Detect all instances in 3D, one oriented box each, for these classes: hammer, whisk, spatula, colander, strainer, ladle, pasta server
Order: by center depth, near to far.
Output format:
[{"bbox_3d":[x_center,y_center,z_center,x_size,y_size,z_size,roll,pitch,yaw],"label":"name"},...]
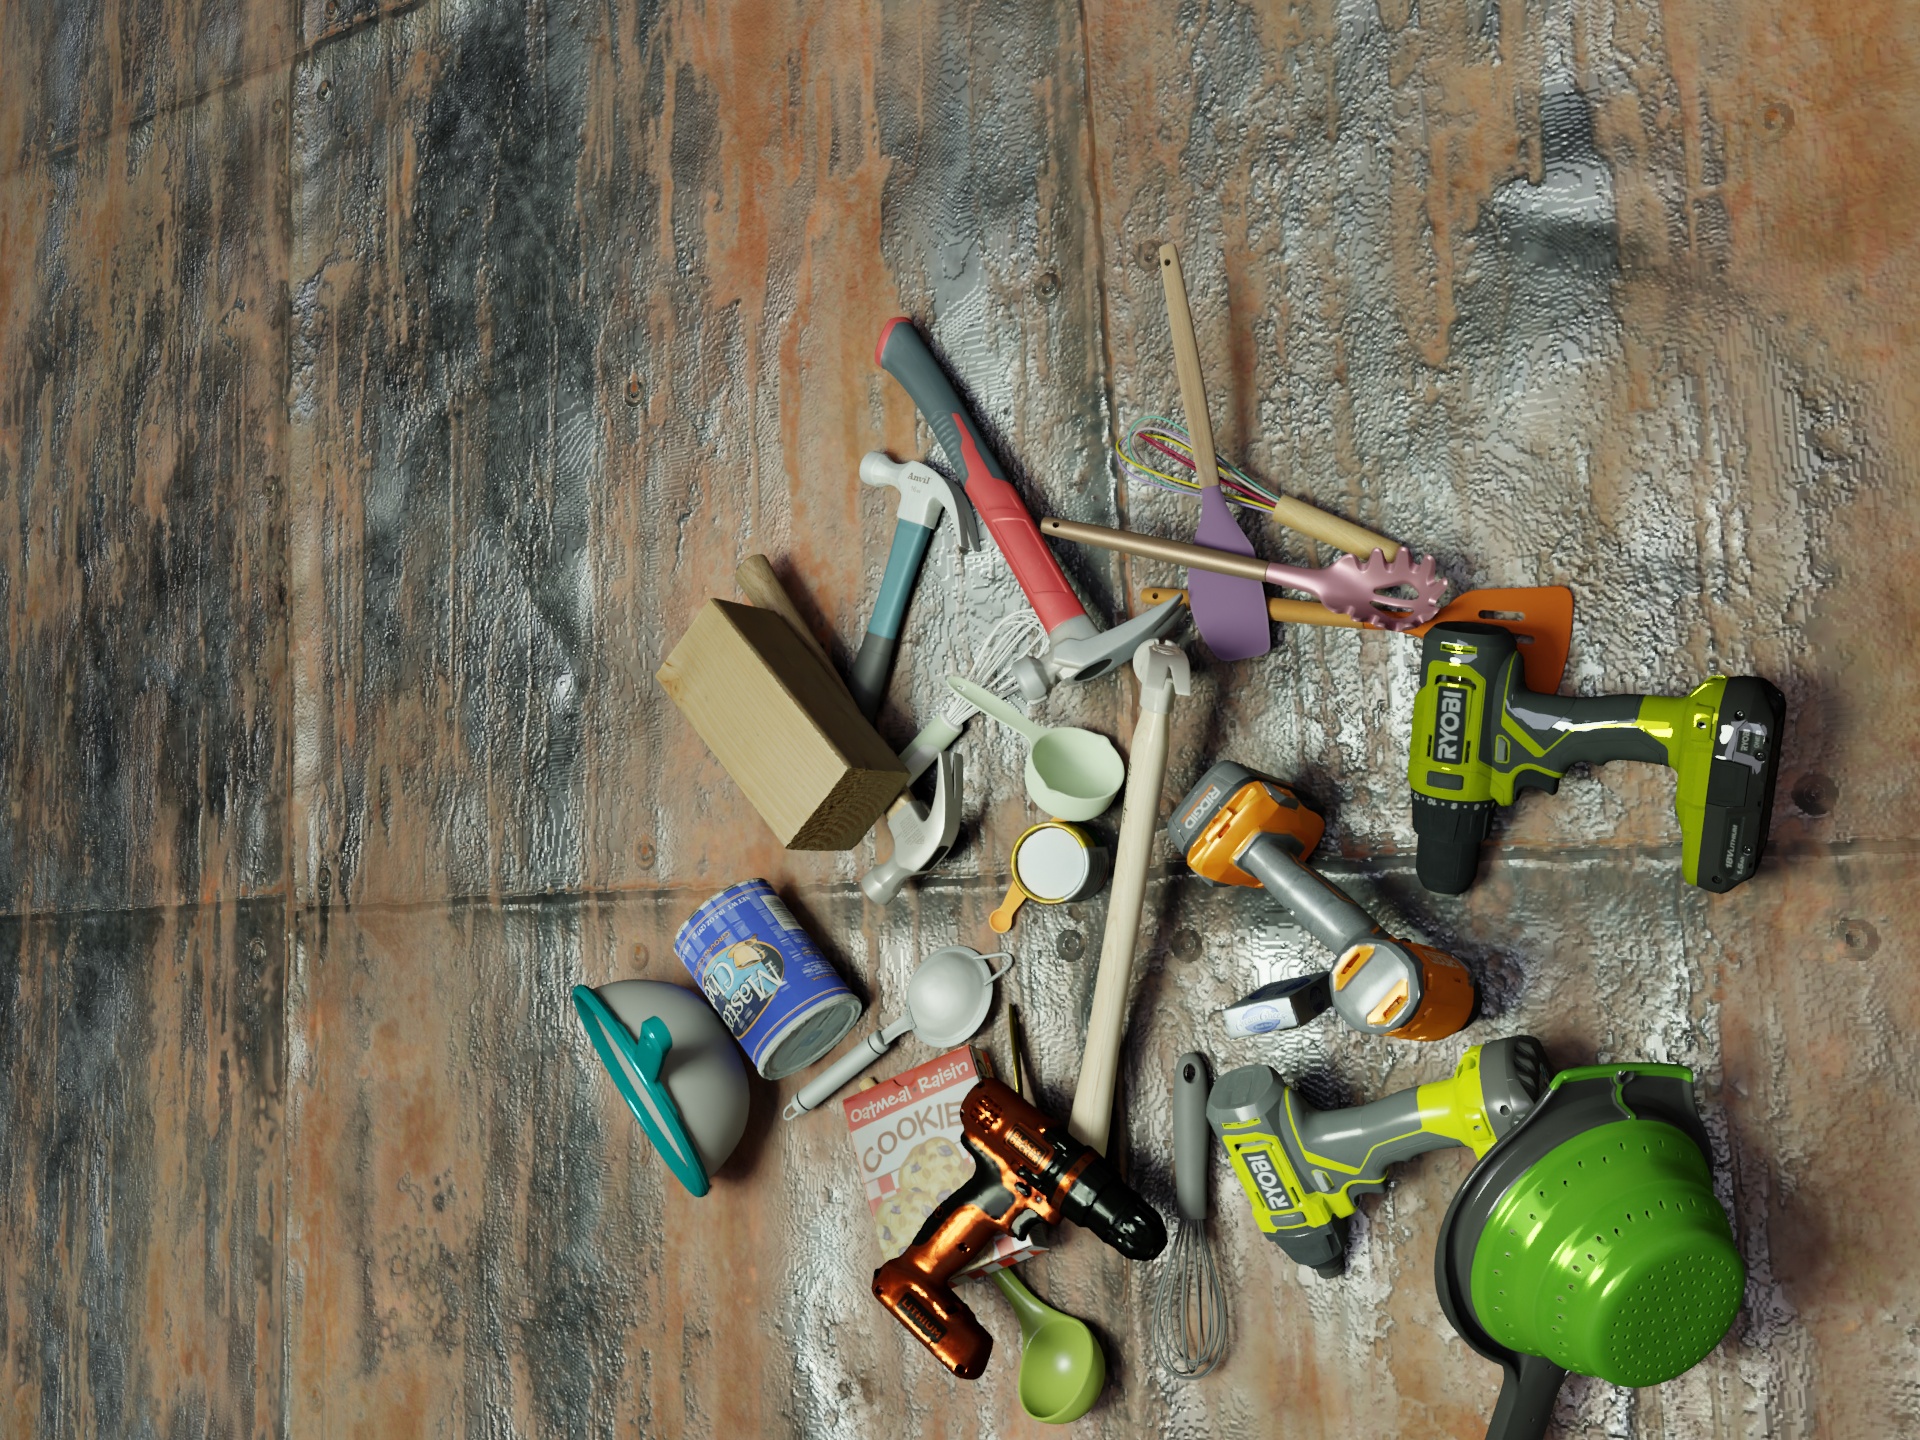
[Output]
[{"bbox_3d":[0.389,0.408,0.991,0.095,0.204,0.397,-131,47,-63],"label":"colander"},{"bbox_3d":[0.200,-0.118,1.174,0.316,0.040,0.060,16,80,25],"label":"pasta server"},{"bbox_3d":[0.121,0.149,1.181,0.038,0.146,0.410,8,101,3],"label":"hammer"},{"bbox_3d":[0.282,-0.076,1.184,0.323,0.041,0.081,10,92,34],"label":"spatula"},{"bbox_3d":[0.171,0.371,1.195,0.055,0.055,0.239,-4,79,29],"label":"whisk"},{"bbox_3d":[0.182,-0.201,1.201,0.060,0.018,0.316,-8,93,30],"label":"spatula"},{"bbox_3d":[0.227,-0.174,1.215,0.245,0.047,0.051,29,107,24],"label":"whisk"},{"bbox_3d":[0.005,0.415,1.278,0.078,0.062,0.320,-46,63,12],"label":"ladle"},{"bbox_3d":[0.037,-0.198,1.304,0.143,0.038,0.387,-28,63,2],"label":"hammer"},{"bbox_3d":[-0.230,0.275,1.325,0.211,0.095,0.340,55,156,12],"label":"strainer"},{"bbox_3d":[-0.002,-0.004,1.327,0.246,0.057,0.059,-47,30,23],"label":"whisk"},{"bbox_3d":[-0.063,0.266,1.334,0.258,0.050,0.087,-41,49,21],"label":"strainer"},{"bbox_3d":[-0.103,-0.014,1.353,0.130,0.031,0.332,-44,65,23],"label":"hammer"},{"bbox_3d":[-0.074,-0.061,1.379,0.128,0.033,0.331,20,96,31],"label":"hammer"}]

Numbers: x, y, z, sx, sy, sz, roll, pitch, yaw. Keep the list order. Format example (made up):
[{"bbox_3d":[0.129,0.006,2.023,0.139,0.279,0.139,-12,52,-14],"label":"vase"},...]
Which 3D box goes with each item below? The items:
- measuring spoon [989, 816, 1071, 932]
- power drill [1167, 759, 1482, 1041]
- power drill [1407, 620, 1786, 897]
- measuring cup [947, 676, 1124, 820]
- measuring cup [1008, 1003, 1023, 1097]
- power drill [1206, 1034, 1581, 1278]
[{"bbox_3d":[0.059,0.124,1.301,0.021,0.011,0.117,34,99,19],"label":"measuring spoon"},{"bbox_3d":[0.264,0.134,1.112,0.084,0.164,0.227,-53,51,15],"label":"power drill"},{"bbox_3d":[0.412,0.040,1.061,0.229,0.080,0.190,9,105,31],"label":"power drill"},{"bbox_3d":[0.053,0.021,1.269,0.168,0.083,0.038,34,137,19],"label":"measuring cup"},{"bbox_3d":[0.061,0.301,1.266,0.029,0.062,0.157,-11,67,8],"label":"measuring cup"},{"bbox_3d":[0.301,0.303,1.087,0.223,0.080,0.171,-18,109,28],"label":"power drill"}]
